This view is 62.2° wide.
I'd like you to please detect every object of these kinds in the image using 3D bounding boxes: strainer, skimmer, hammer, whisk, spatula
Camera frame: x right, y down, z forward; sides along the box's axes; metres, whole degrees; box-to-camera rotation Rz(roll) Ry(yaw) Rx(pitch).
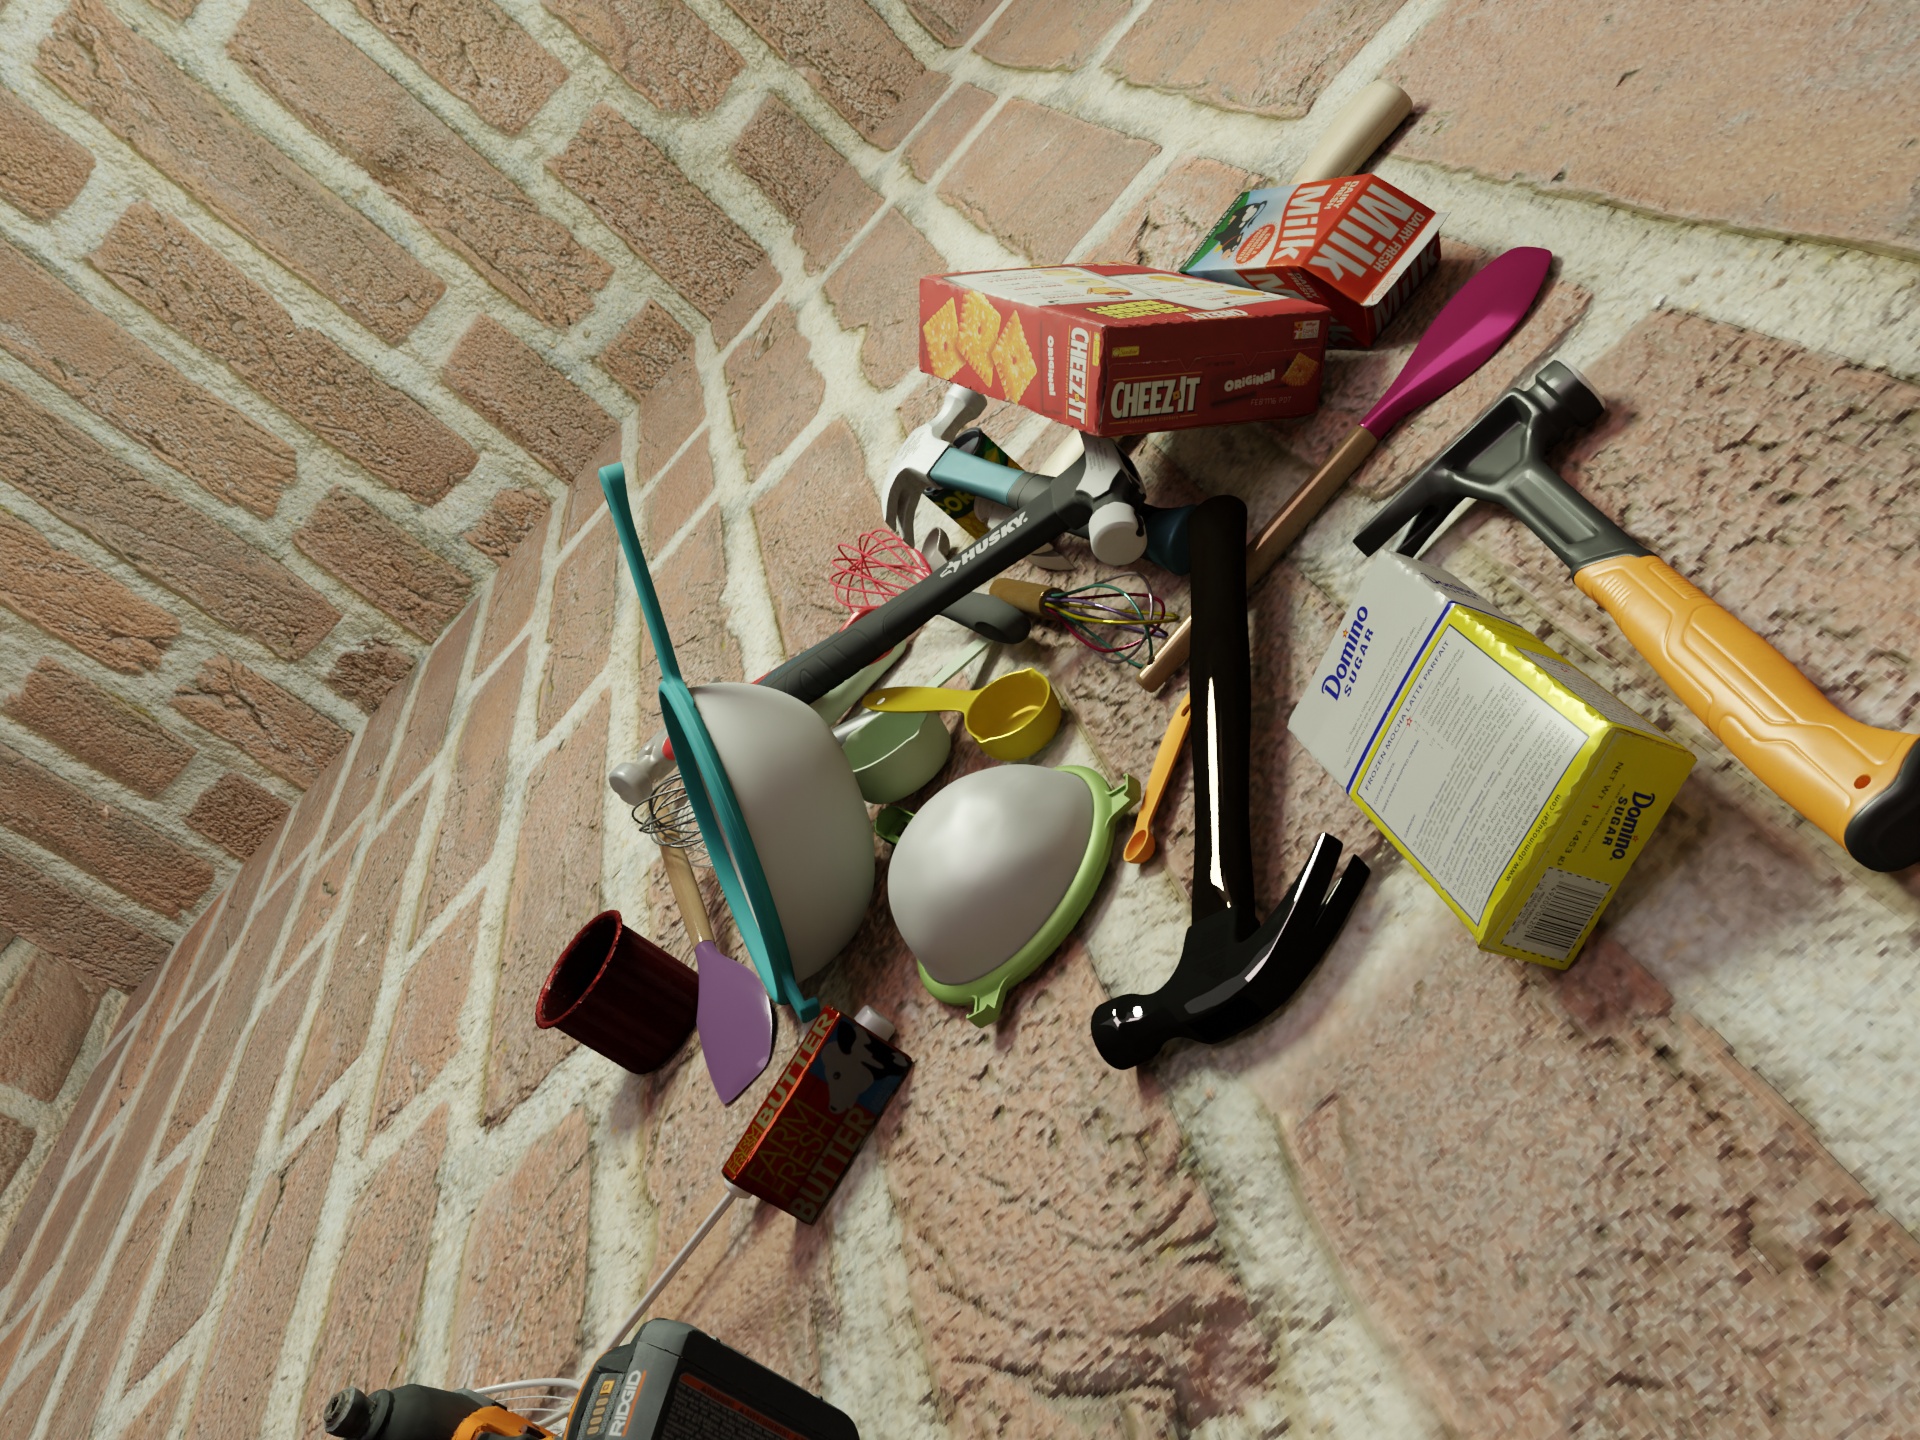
[{"bbox_3d":[-0.013,0.066,0.904,0.151,0.069,0.256,-56,24,-8],"label":"strainer"},{"bbox_3d":[-0.183,0.284,0.873,0.363,0.090,0.127,-50,-7,-3],"label":"skimmer"},{"bbox_3d":[0.262,-0.043,0.625,0.127,0.034,0.337,-43,26,16],"label":"hammer"},{"bbox_3d":[0.071,-0.070,0.998,0.047,0.051,0.245,-33,18,-11],"label":"whisk"},{"bbox_3d":[-0.029,-0.076,1.013,0.334,0.035,0.146,-32,38,25],"label":"hammer"},{"bbox_3d":[0.170,-0.277,1.109,0.410,0.038,0.146,-49,26,5],"label":"hammer"},{"bbox_3d":[-0.180,0.140,1.097,0.060,0.018,0.316,-46,37,9],"label":"spatula"},{"bbox_3d":[-0.125,0.000,0.966,0.095,0.340,0.211,-19,12,-14],"label":"strainer"},{"bbox_3d":[0.128,0.005,0.771,0.130,0.031,0.332,-31,35,35],"label":"hammer"},{"bbox_3d":[-0.151,-0.026,1.241,0.143,0.038,0.386,-49,14,-34],"label":"hammer"},{"bbox_3d":[-0.024,-0.091,1.142,0.073,0.073,0.296,-53,28,-5],"label":"whisk"},{"bbox_3d":[-0.128,0.034,1.123,0.239,0.055,0.055,-23,33,16],"label":"whisk"},{"bbox_3d":[-0.131,0.021,1.211,0.246,0.059,0.058,-45,61,4],"label":"whisk"},{"bbox_3d":[0.050,-0.151,1.057,0.128,0.033,0.331,-53,36,-6],"label":"hammer"}]

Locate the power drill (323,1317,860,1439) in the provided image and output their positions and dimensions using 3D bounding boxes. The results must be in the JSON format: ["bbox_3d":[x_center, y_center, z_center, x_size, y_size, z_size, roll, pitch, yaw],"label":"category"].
[{"bbox_3d":[-0.173,0.330,0.706,0.226,0.164,0.084,-28,33,38],"label":"power drill"}]

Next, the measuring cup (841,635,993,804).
[{"bbox_3d":[-0.013,-0.005,1.062,0.167,0.038,0.083,-44,23,-28],"label":"measuring cup"}]

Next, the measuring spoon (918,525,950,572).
[{"bbox_3d":[-0.008,-0.111,1.218,0.034,0.018,0.124,-59,27,22],"label":"measuring spoon"}]

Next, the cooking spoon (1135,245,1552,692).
[{"bbox_3d":[0.206,-0.138,0.873,0.319,0.017,0.069,-49,26,4],"label":"cooking spoon"}]

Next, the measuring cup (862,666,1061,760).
[{"bbox_3d":[-0.002,-0.003,0.990,0.156,0.029,0.062,4,49,44],"label":"measuring cup"}]

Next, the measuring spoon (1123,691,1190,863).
[{"bbox_3d":[0.108,0.028,0.825,0.021,0.011,0.117,-38,22,51],"label":"measuring spoon"}]
